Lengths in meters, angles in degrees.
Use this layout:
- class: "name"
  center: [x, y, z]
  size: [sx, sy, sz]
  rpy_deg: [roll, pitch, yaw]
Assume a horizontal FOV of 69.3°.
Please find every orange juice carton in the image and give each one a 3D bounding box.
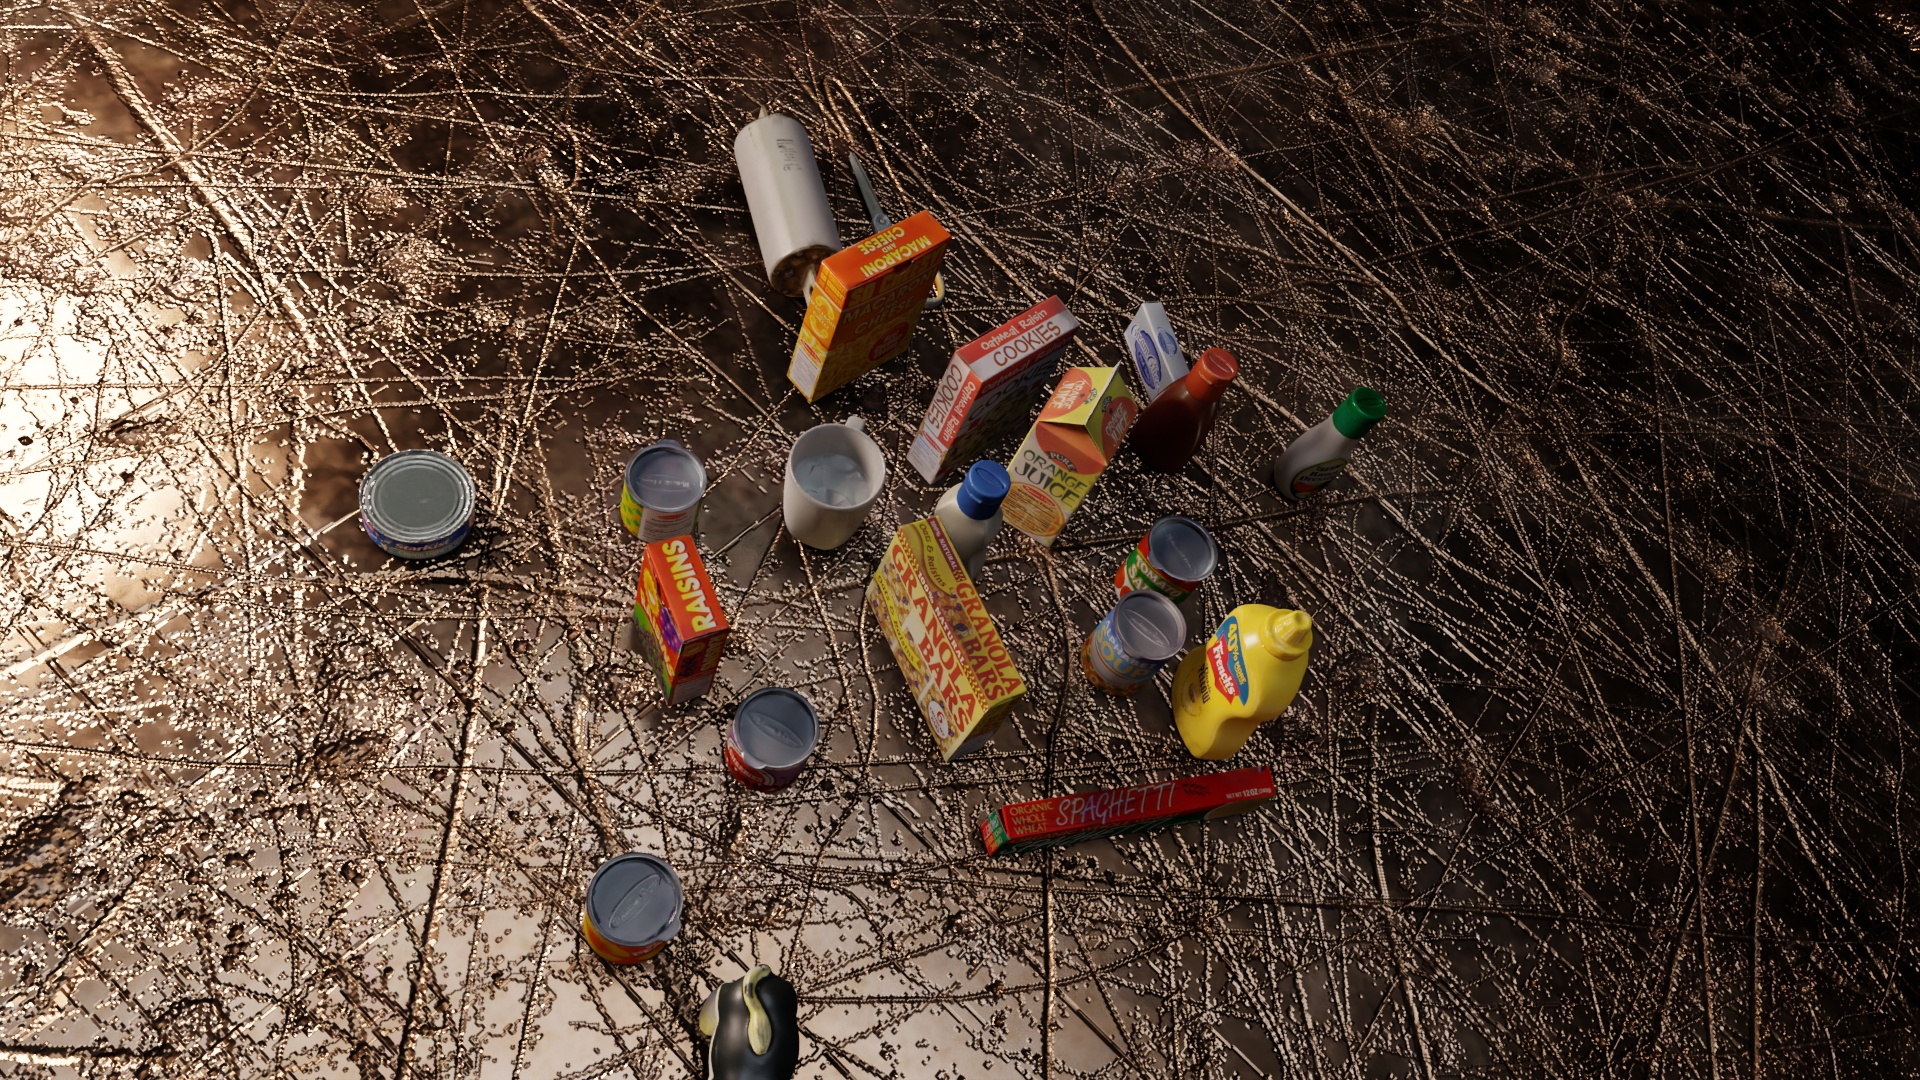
- class: "orange juice carton"
  center: [0.093, -0.080, 1.218]
  size: [0.073, 0.191, 0.072]
  rpy_deg: [32, 56, 1]

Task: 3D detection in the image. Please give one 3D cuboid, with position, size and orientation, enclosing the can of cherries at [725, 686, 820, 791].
- class: "can of cherries"
  center: [-0.149, 0.157, 1.078]
  size: [0.071, 0.058, 0.072]
  rpy_deg: [8, 59, -14]

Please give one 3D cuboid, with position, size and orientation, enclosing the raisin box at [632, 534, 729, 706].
- class: "raisin box"
  center: [-0.218, 0.063, 1.070]
  size: [0.040, 0.122, 0.086]
  rpy_deg: [-15, 67, -26]

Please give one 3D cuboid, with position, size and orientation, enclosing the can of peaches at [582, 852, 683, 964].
- class: "can of peaches"
  center: [-0.232, 0.264, 0.987]
  size: [0.071, 0.057, 0.071]
  rpy_deg: [8, 59, -14]

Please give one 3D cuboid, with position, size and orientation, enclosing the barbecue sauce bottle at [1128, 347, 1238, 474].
- class: "barbecue sauce bottle"
  center: [0.213, -0.124, 1.310]
  size: [0.065, 0.147, 0.044]
  rpy_deg: [40, 57, 7]

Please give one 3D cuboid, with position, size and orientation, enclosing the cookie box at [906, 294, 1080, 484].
- class: "cookie box"
  center: [0.027, -0.134, 1.242]
  size: [0.123, 0.166, 0.040]
  rpy_deg: [-34, 76, -31]

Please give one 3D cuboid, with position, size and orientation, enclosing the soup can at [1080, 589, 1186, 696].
- class: "soup can"
  center: [0.146, 0.091, 1.200]
  size: [0.071, 0.083, 0.071]
  rpy_deg: [8, 59, -14]

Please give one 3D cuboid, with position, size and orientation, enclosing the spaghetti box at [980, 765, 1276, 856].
- class: "spaghetti box"
  center: [0.140, 0.221, 1.142]
  size: [0.251, 0.050, 0.029]
  rpy_deg: [-5, 63, -21]

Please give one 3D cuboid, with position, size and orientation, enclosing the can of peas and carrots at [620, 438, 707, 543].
- class: "can of peas and carrots"
  center: [-0.248, -0.040, 1.159]
  size: [0.071, 0.058, 0.071]
  rpy_deg: [8, 59, -14]

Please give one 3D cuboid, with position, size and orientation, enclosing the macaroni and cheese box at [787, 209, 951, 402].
- class: "macaroni and cheese box"
  center: [-0.083, -0.208, 1.249]
  size: [0.124, 0.165, 0.040]
  rpy_deg: [-34, 76, -31]

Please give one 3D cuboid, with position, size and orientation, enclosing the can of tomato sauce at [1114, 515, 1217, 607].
- class: "can of tomato sauce"
  center: [0.182, 0.027, 1.251]
  size: [0.071, 0.082, 0.071]
  rpy_deg: [8, 59, -14]

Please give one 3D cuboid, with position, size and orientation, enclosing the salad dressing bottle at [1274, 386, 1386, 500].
- class: "salad dressing bottle"
  center: [0.357, -0.093, 1.341]
  size: [0.064, 0.147, 0.044]
  rpy_deg: [-4, 63, -21]

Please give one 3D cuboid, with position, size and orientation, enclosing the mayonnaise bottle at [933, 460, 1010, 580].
- class: "mayonnaise bottle"
  center: [0.004, -0.015, 1.176]
  size: [0.065, 0.147, 0.041]
  rpy_deg: [35, 56, 3]

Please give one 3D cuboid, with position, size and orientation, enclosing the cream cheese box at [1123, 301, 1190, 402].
- class: "cream cheese box"
  center: [0.199, -0.184, 1.398]
  size: [0.024, 0.053, 0.104]
  rpy_deg: [-6, 63, -22]

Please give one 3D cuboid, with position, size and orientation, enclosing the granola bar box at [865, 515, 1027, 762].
- class: "granola bar box"
  center: [-0.014, 0.081, 1.128]
  size: [0.039, 0.123, 0.166]
  rpy_deg: [-17, 68, -26]
